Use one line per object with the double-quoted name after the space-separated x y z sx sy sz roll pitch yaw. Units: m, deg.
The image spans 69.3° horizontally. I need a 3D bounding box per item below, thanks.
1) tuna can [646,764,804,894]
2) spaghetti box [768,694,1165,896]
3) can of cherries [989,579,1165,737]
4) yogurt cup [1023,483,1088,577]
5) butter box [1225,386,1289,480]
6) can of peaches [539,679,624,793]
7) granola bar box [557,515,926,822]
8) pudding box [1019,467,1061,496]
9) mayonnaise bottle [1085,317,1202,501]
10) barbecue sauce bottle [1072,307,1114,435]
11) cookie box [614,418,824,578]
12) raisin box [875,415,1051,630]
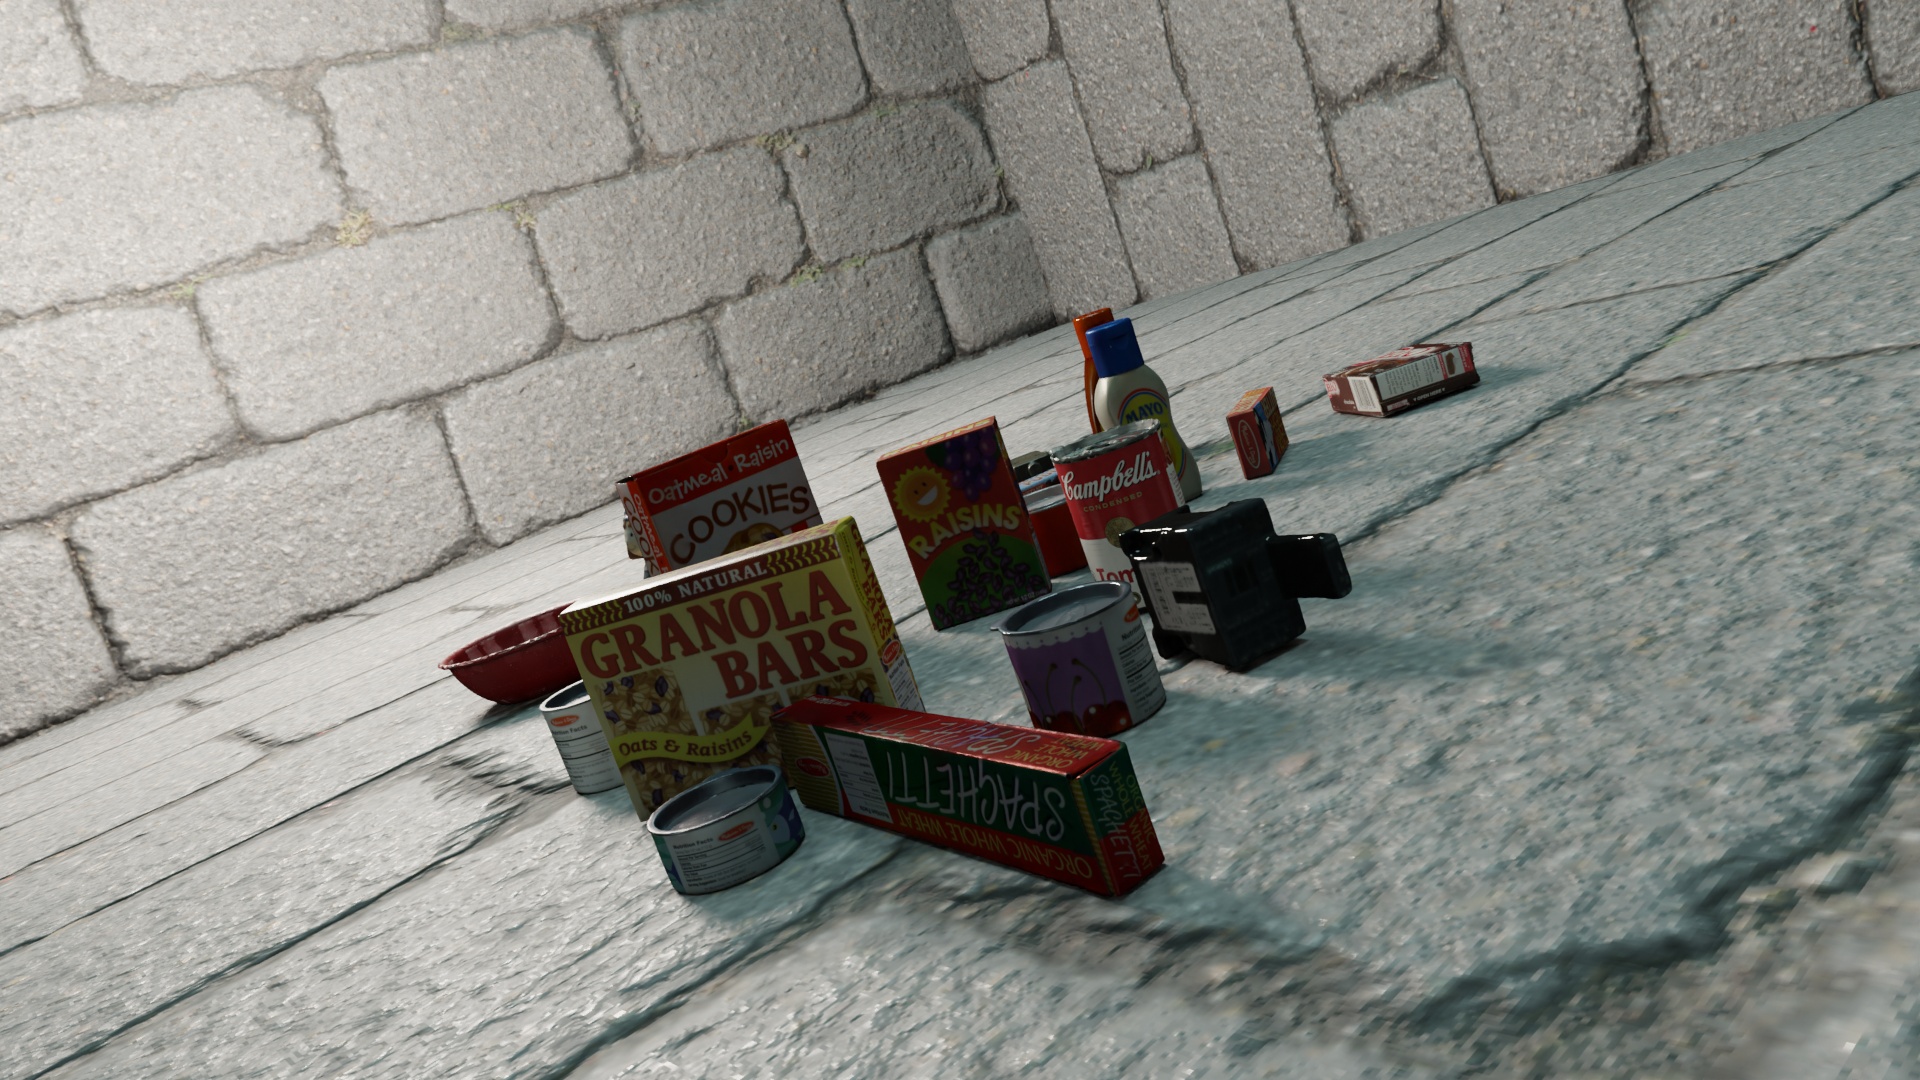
-0.108 0.133 0.644 0.071 0.032 0.071 -19 10 4 "tuna can"
-0.010 0.100 0.584 0.029 0.050 0.249 -25 12 -31 "spaghetti box"
0.056 0.058 0.663 0.071 0.058 0.071 -19 10 4 "can of cherries"
0.067 -0.007 0.992 0.072 0.054 0.072 -19 10 4 "yogurt cup"
0.237 -0.087 1.104 0.024 0.053 0.104 -15 11 24 "butter box"
-0.216 0.115 0.860 0.071 0.058 0.071 -19 10 4 "can of peaches"
-0.112 0.069 0.727 0.165 0.124 0.039 -16 10 18 "granola bar box"
0.079 -0.033 1.117 0.084 0.049 0.030 -24 11 -23 "pudding box"
0.135 -0.095 1.066 0.065 0.147 0.041 -21 10 -11 "mayonnaise bottle"
0.142 -0.137 1.271 0.065 0.148 0.044 -19 10 5 "barbecue sauce bottle"
-0.150 0.013 0.965 0.123 0.167 0.040 -26 12 -34 "cookie box"
0.003 -0.012 0.940 0.086 0.123 0.040 -18 10 7 "raisin box"
